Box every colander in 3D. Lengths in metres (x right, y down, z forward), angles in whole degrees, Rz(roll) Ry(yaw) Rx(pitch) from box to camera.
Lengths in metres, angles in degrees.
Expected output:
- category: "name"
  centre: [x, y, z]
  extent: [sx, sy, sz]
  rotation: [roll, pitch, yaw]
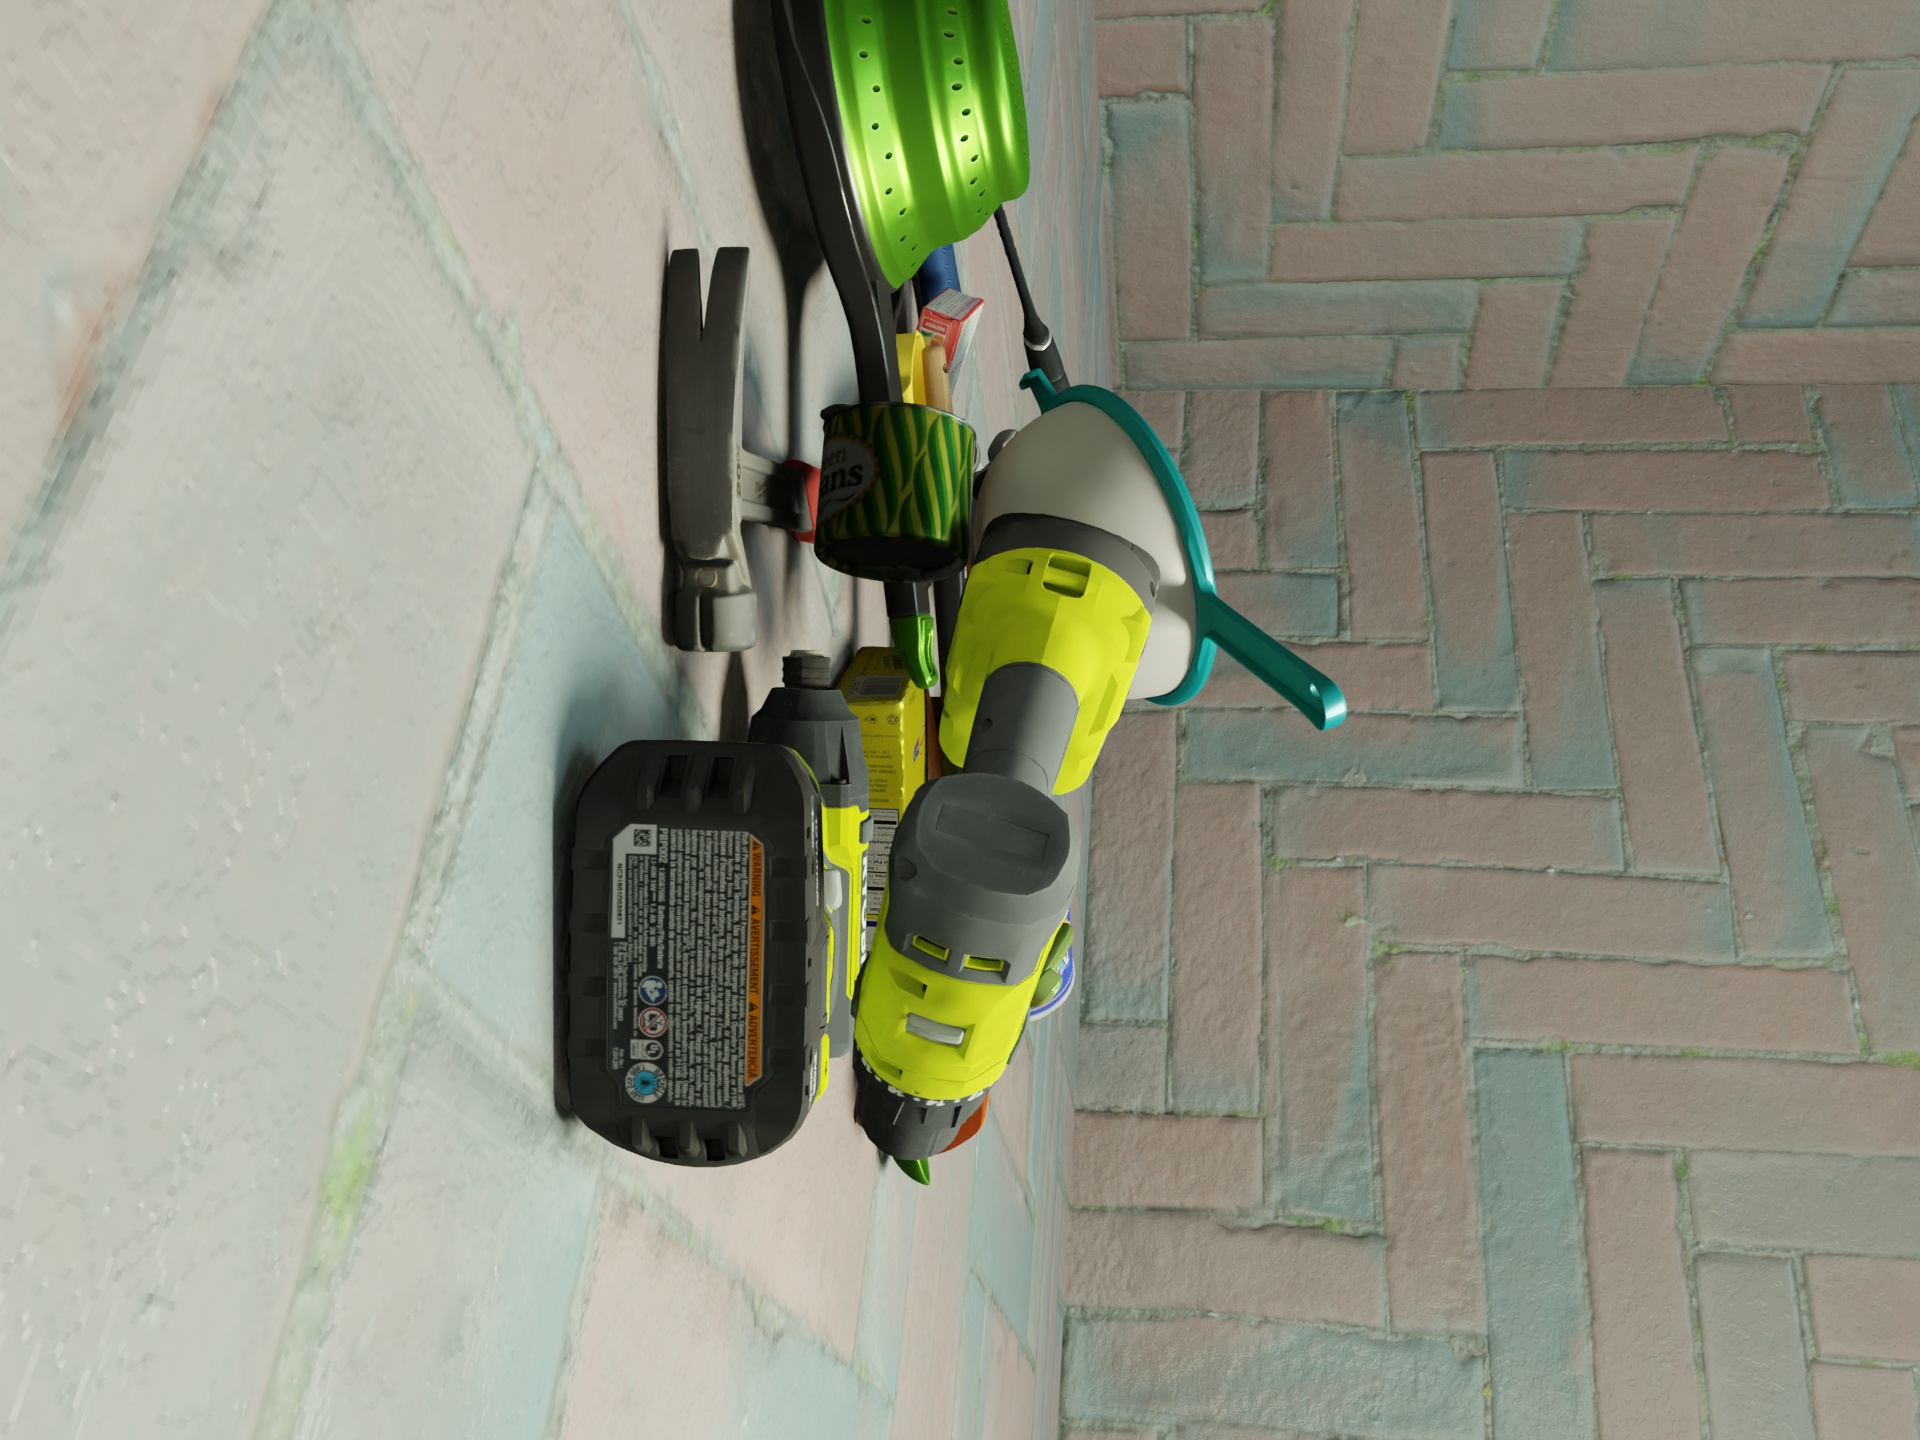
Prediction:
- category: "colander"
  centre: [-0.009, -0.216, 0.754]
  extent: [0.204, 0.094, 0.397]
  rotation: [-28, 111, -82]

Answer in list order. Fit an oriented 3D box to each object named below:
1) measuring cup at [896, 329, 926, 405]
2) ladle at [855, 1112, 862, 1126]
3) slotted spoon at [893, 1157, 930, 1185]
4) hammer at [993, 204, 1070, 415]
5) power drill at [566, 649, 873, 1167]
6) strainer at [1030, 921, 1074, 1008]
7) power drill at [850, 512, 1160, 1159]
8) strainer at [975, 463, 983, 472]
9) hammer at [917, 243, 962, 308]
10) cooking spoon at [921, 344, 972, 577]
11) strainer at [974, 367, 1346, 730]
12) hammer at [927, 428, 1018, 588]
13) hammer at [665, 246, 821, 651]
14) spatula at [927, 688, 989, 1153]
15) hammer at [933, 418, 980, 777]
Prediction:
- category: "measuring cup"
  centre: [-0.046, -0.182, 0.927]
  extent: [0.157, 0.029, 0.062]
  rotation: [-70, 160, -58]
- category: "ladle"
  centre: [-0.012, 0.133, 1.058]
  extent: [0.078, 0.062, 0.320]
  rotation: [102, 13, -46]
- category: "slotted spoon"
  centre: [-0.029, 0.155, 1.088]
  extent: [0.070, 0.031, 0.314]
  rotation: [73, 18, -66]
- category: "hammer"
  centre: [0.046, -0.281, 1.098]
  extent: [0.149, 0.036, 0.409]
  rotation: [-74, 147, -88]
- category: "power drill"
  centre: [-0.075, 0.061, 0.600]
  extent: [0.223, 0.080, 0.171]
  rotation: [-38, 130, -84]
- category: "strainer"
  centre: [0.017, 0.175, 1.087]
  extent: [0.151, 0.069, 0.256]
  rotation: [-50, 177, -15]
- category: "power drill"
  centre: [0.012, 0.045, 0.627]
  extent: [0.190, 0.080, 0.229]
  rotation: [104, 3, -46]
- category: "strainer"
  centre: [-0.014, -0.159, 1.110]
  extent: [0.258, 0.050, 0.087]
  rotation: [-36, 132, -75]
- category: "hammer"
  centre: [-0.030, -0.387, 0.971]
  extent: [0.405, 0.035, 0.144]
  rotation: [78, 15, -57]
- category: "cooking spoon"
  centre: [0.001, -0.073, 0.998]
  extent: [0.069, 0.017, 0.318]
  rotation: [-32, 119, -57]
- category: "strainer"
  centre: [0.092, -0.067, 0.944]
  extent: [0.341, 0.095, 0.210]
  rotation: [-133, -152, -53]
- category: "hammer"
  centre: [0.017, -0.043, 1.227]
  extent: [0.386, 0.038, 0.143]
  rotation: [87, 28, -57]
- category: "hammer"
  centre: [-0.067, -0.110, 0.754]
  extent: [0.359, 0.037, 0.149]
  rotation: [-23, 114, -80]
- category: "spatula"
  centre: [-0.014, 0.103, 0.995]
  extent: [0.081, 0.041, 0.323]
  rotation: [-45, -130, 55]
- category: "hammer"
  centre: [-0.001, -0.003, 0.899]
  extent: [0.146, 0.035, 0.335]
  rotation: [-45, 132, -82]
